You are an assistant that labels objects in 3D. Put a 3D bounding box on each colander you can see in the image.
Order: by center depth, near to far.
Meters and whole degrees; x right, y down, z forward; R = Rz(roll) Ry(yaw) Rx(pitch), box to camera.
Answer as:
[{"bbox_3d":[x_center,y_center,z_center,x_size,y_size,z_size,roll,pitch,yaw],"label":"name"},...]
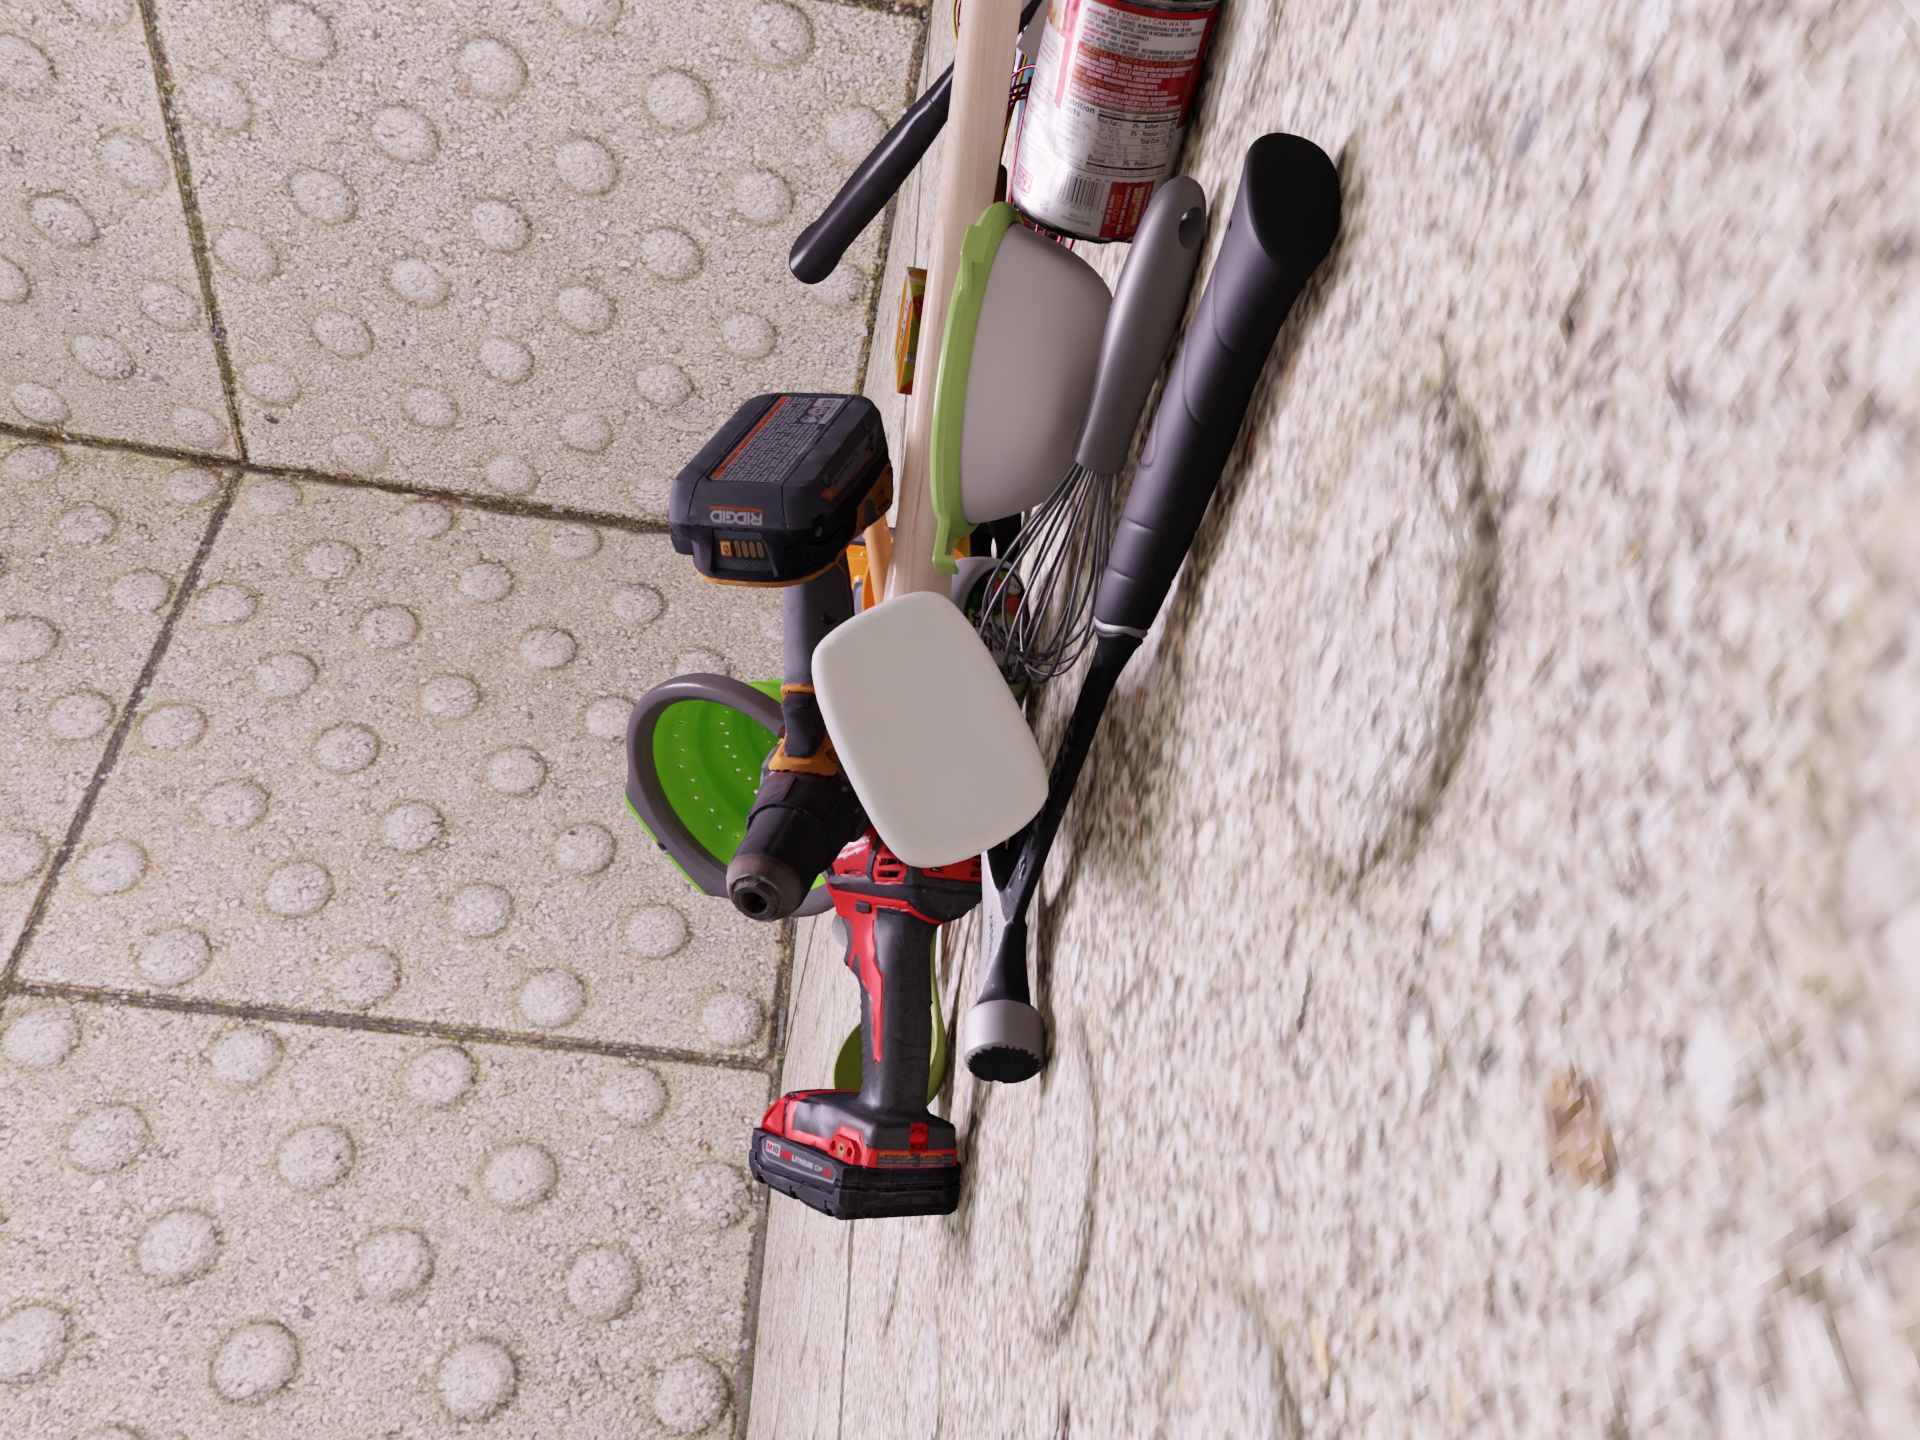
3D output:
[{"bbox_3d":[-0.087,0.010,1.111,0.397,0.204,0.094,-28,13,46],"label":"colander"}]

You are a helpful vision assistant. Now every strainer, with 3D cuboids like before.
[{"bbox_3d":[0.049,-0.175,0.765,0.256,0.069,0.151,-60,-21,-60],"label":"strainer"}]

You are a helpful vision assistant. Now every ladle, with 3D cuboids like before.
[{"bbox_3d":[-0.026,0.086,0.946,0.078,0.062,0.320,19,105,49],"label":"ladle"}]

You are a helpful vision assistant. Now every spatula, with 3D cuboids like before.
[{"bbox_3d":[-0.036,0.019,0.974,0.081,0.041,0.322,-50,-42,-53],"label":"spatula"}]

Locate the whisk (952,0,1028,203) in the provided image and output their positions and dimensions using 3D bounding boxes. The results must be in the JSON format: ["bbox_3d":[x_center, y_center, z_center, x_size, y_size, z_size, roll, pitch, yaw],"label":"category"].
[{"bbox_3d":[0.016,-0.355,0.973,0.051,0.047,0.245,141,133,-72],"label":"whisk"}]

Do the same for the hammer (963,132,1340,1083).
[{"bbox_3d":[0.057,-0.027,0.603,0.408,0.036,0.149,107,169,-46],"label":"hammer"}]

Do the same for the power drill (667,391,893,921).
[{"bbox_3d":[-0.083,-0.028,0.800,0.185,0.084,0.226,-64,-26,-51],"label":"power drill"}]

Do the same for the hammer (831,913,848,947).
[{"bbox_3d":[-0.039,-0.030,1.254,0.144,0.035,0.405,-45,-34,-82],"label":"hammer"}]

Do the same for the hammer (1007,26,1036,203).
[{"bbox_3d":[0.040,-0.332,1.041,0.128,0.033,0.331,120,156,-74],"label":"hammer"}]

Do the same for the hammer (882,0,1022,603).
[{"bbox_3d":[-0.001,-0.227,0.727,0.146,0.038,0.410,-54,-27,-73],"label":"hammer"}]

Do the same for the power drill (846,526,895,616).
[{"bbox_3d":[-0.086,-0.035,1.336,0.164,0.084,0.227,91,-169,-53],"label":"power drill"}]

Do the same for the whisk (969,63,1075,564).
[{"bbox_3d":[0.029,-0.218,0.913,0.073,0.073,0.295,-101,14,-67],"label":"whisk"}]

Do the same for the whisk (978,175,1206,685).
[{"bbox_3d":[0.055,-0.111,0.665,0.055,0.055,0.238,-93,16,-54],"label":"whisk"}]

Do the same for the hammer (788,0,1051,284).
[{"bbox_3d":[-0.018,-0.348,0.919,0.335,0.035,0.146,-30,30,54],"label":"hammer"}]

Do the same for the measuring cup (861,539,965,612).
[{"bbox_3d":[-0.003,-0.064,1.044,0.174,0.052,0.095,33,121,51],"label":"measuring cup"}]

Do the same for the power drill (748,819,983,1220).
[{"bbox_3d":[-0.051,0.154,0.889,0.143,0.078,0.220,1,82,54],"label":"power drill"}]

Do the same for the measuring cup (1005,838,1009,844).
[{"bbox_3d":[-0.001,-0.003,0.884,0.062,0.029,0.157,-36,56,39],"label":"measuring cup"}]
